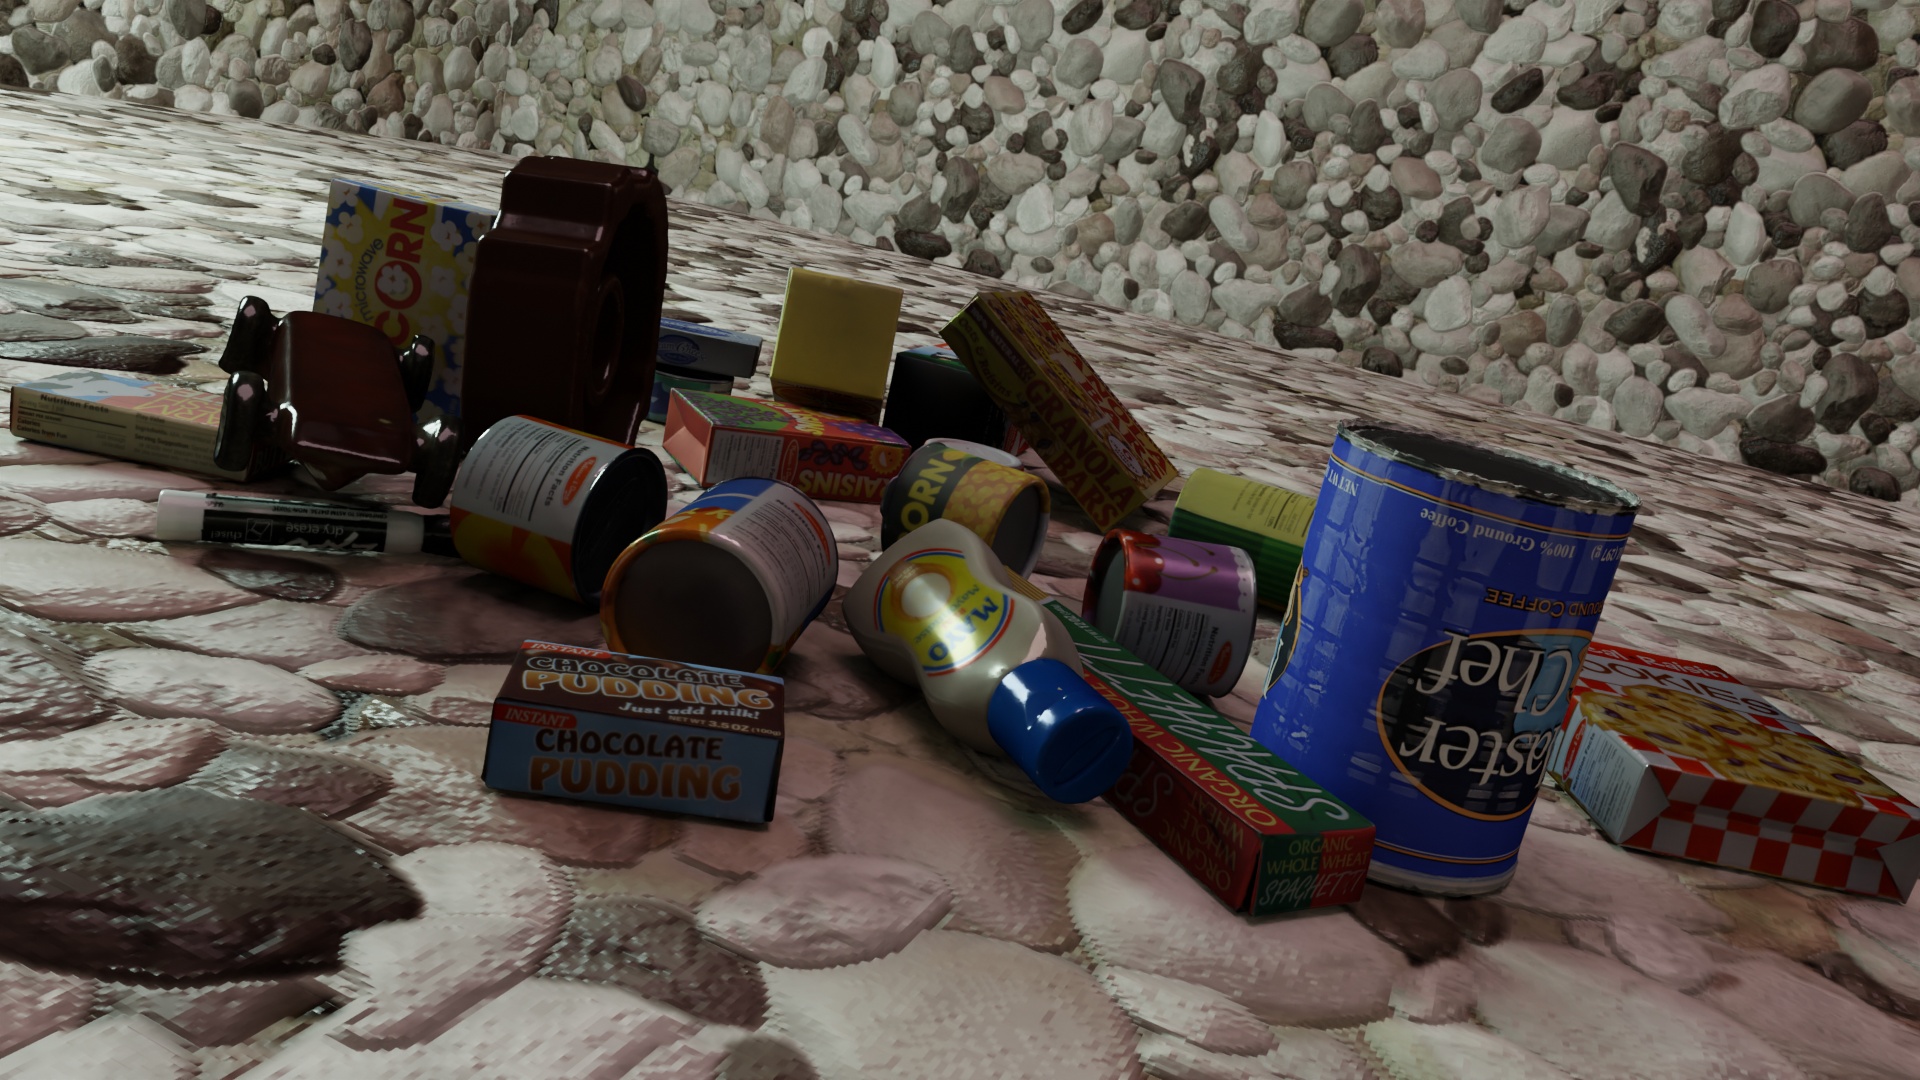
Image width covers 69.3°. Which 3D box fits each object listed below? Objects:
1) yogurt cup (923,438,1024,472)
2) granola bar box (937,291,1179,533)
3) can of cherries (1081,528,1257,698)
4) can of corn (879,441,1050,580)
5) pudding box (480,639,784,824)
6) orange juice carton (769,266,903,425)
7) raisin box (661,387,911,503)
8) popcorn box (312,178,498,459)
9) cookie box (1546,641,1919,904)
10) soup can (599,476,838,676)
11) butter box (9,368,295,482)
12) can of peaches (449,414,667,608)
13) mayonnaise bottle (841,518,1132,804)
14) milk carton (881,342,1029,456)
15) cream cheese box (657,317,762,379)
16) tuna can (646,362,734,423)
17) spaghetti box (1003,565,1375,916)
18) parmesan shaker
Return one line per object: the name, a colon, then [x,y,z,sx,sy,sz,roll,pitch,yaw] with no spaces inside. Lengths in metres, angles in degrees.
yogurt cup: [0.002,-0.022,0.747,0.072,0.053,0.072,13,15,-3]
granola bar box: [0.067,-0.088,0.907,0.165,0.039,0.124,51,20,3]
can of cherries: [0.088,0.030,0.600,0.058,0.071,0.071,9,15,-9]
can of corn: [0.002,-0.008,0.670,0.058,0.071,0.071,20,16,25]
pudding box: [-0.096,0.057,0.420,0.084,0.030,0.050,10,14,-10]
orange juice carton: [-0.083,-0.117,0.930,0.072,0.073,0.192,11,-6,-4]
raisin box: [-0.102,-0.056,0.815,0.123,0.040,0.086,5,16,-29]
popcorn box: [-0.280,-0.112,0.705,0.085,0.126,0.038,14,10,4]
cookie box: [0.315,0.091,0.616,0.123,0.040,0.168,12,16,-4]
soup can: [-0.088,0.018,0.508,0.071,0.071,0.084,14,15,4]
butter box: [-0.356,-0.052,0.620,0.103,0.024,0.053,11,15,-4]
can of peaches: [-0.159,-0.011,0.556,0.058,0.071,0.071,16,15,15]
mayonnaise bottle: [0.009,0.043,0.505,0.041,0.065,0.148,53,-7,-33]
milk carton: [0.011,-0.102,1.014,0.073,0.072,0.191,16,15,14]
cream cheese box: [-0.184,-0.130,0.917,0.104,0.024,0.053,10,13,-7]
tuna can: [-0.187,-0.098,0.913,0.071,0.032,0.071,12,15,-3]
spaghetti box: [0.053,0.062,0.527,0.050,0.028,0.250,3,17,-29]
parmesan shaker: [0.173,0.003,0.769,0.103,0.071,0.071,18,15,22]
